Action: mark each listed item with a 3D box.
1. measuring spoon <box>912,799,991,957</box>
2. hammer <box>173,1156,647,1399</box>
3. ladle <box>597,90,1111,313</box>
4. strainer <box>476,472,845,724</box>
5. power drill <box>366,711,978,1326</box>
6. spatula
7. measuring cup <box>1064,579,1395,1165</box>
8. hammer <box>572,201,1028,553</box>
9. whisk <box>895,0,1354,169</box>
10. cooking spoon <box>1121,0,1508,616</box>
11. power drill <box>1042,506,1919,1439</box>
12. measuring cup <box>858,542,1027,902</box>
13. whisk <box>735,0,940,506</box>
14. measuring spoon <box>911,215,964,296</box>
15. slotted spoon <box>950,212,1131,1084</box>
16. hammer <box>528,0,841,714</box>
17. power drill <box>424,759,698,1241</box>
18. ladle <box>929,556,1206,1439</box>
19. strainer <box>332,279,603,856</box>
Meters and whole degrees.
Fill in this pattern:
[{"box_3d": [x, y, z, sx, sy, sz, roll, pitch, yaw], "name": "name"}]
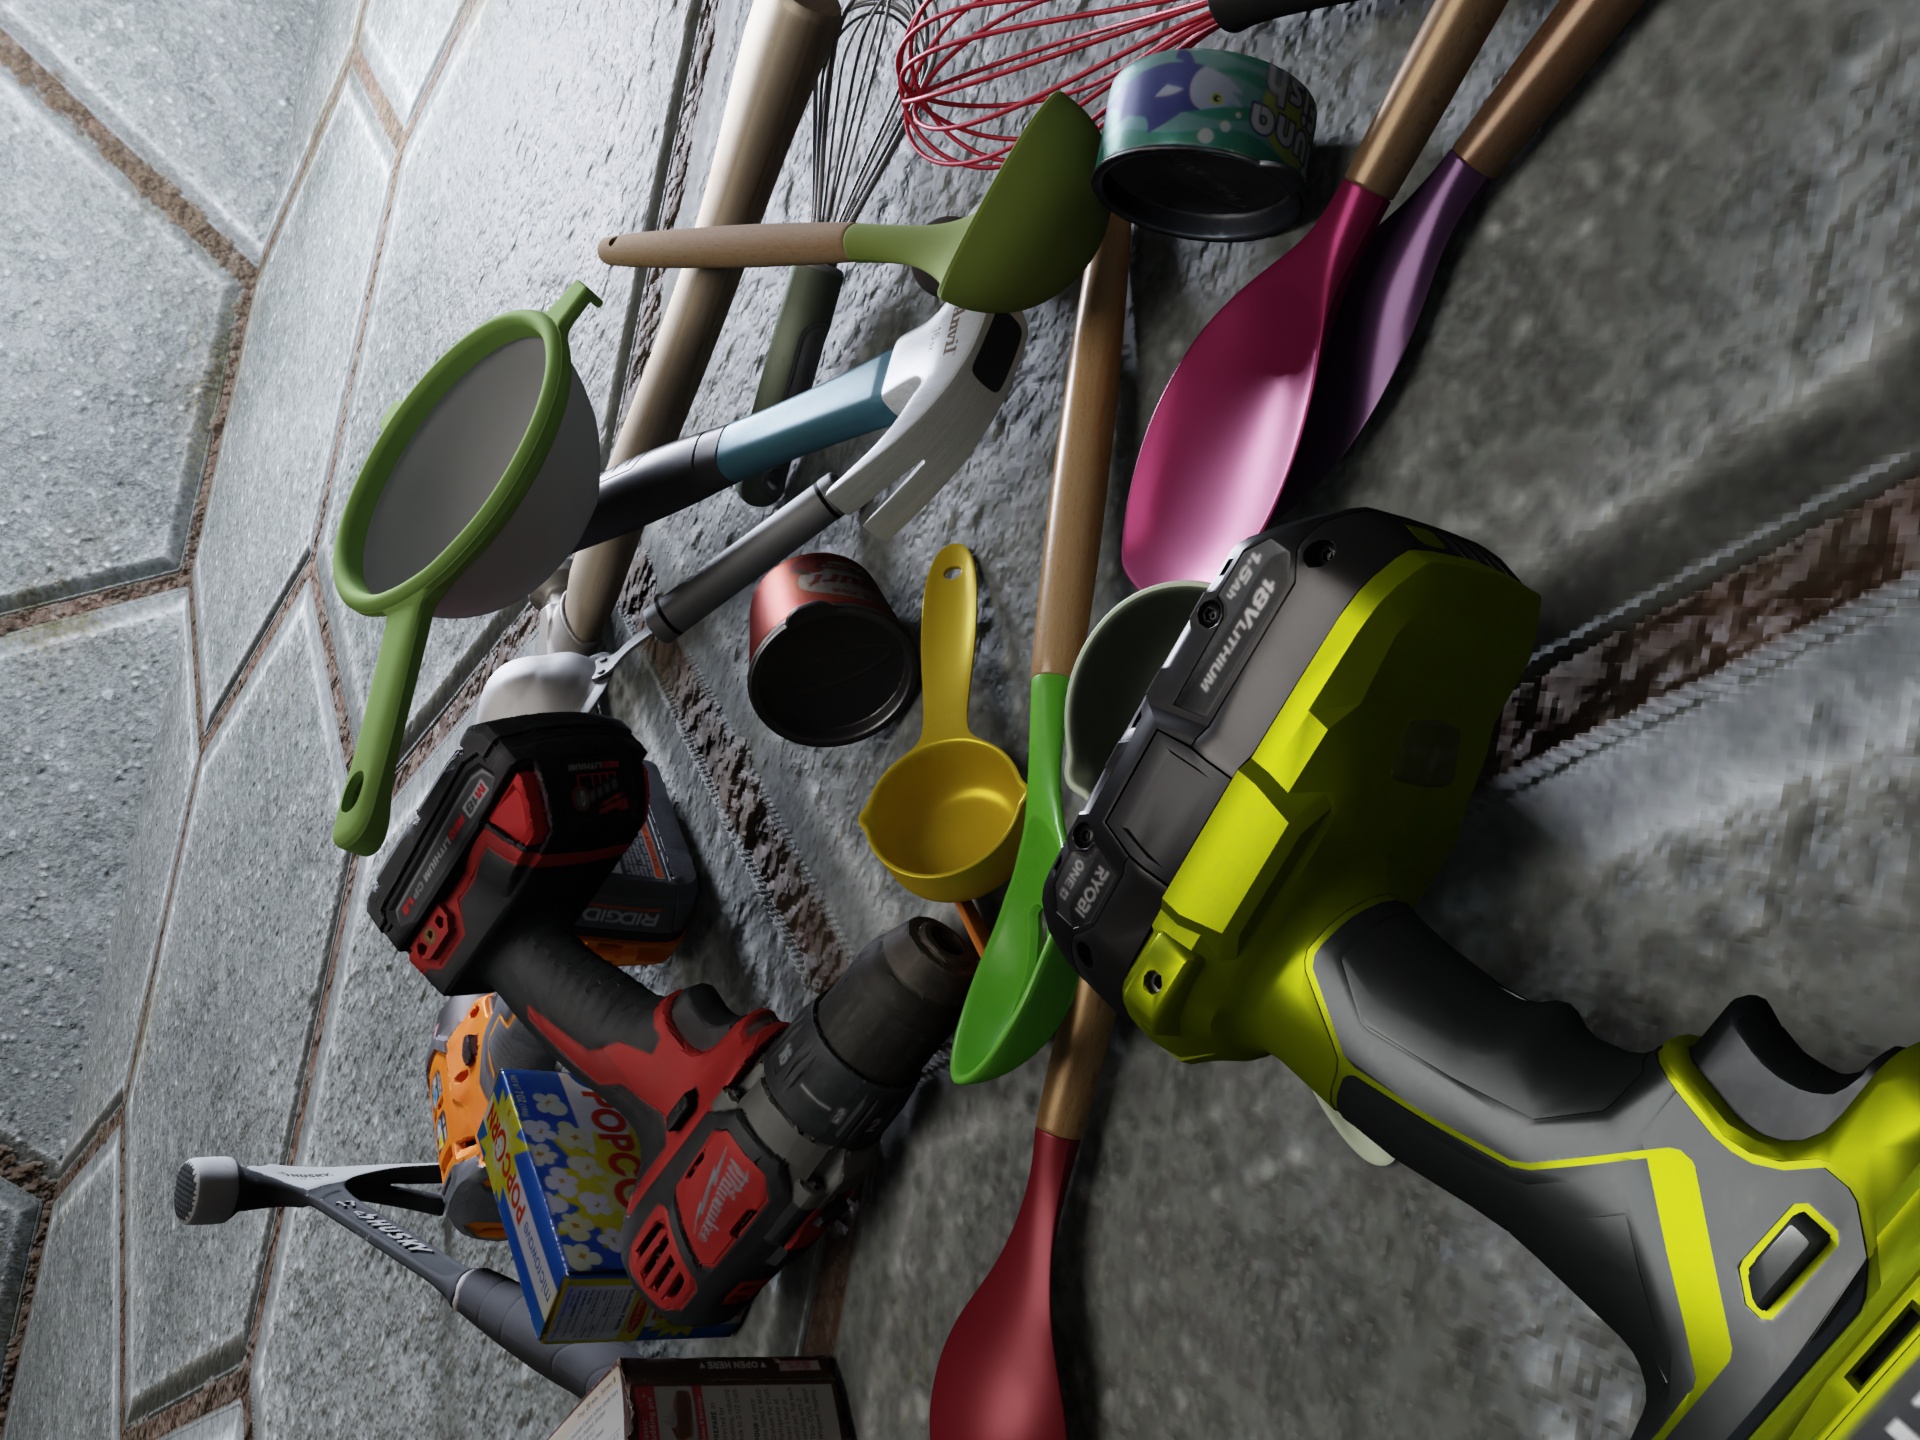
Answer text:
[{"box_3d": [0.007, 0.066, 0.558, 0.011, 0.021, 0.117, -35, 45, 6], "name": "measuring spoon"}, {"box_3d": [-0.244, 0.276, 0.783, 0.409, 0.149, 0.036, 3, 83, 47], "name": "hammer"}, {"box_3d": [-0.064, -0.196, 0.624, 0.320, 0.062, 0.078, 16, 70, 46], "name": "ladle"}, {"box_3d": [-0.141, -0.042, 0.718, 0.258, 0.050, 0.087, -35, 27, 11], "name": "strainer"}, {"box_3d": [-0.110, 0.093, 0.612, 0.227, 0.080, 0.188, 45, 112, 21], "name": "power drill"}, {"box_3d": [0.154, -0.168, 0.421, 0.315, 0.018, 0.060, -54, 40, 32], "name": "spatula"}, {"box_3d": [0.087, 0.039, 0.441, 0.083, 0.038, 0.168, -34, 69, 32], "name": "measuring cup"}, {"box_3d": [-0.106, -0.114, 0.690, 0.331, 0.033, 0.128, -12, 55, 41], "name": "hammer"}, {"box_3d": [0.075, -0.236, 0.530, 0.296, 0.073, 0.073, 8, 86, 49], "name": "whisk"}, {"box_3d": [0.125, -0.169, 0.433, 0.318, 0.017, 0.069, -63, 37, 23], "name": "cooking spoon"}, {"box_3d": [0.130, 0.058, 0.312, 0.223, 0.080, 0.171, 44, 116, 39], "name": "power drill"}, {"box_3d": [-0.001, -0.002, 0.583, 0.062, 0.029, 0.157, -11, 49, 15], "name": "measuring cup"}, {"box_3d": [-0.062, -0.215, 0.729, 0.059, 0.057, 0.246, 26, 107, 28], "name": "whisk"}, {"box_3d": [0.016, -0.203, 0.633, 0.124, 0.018, 0.034, -13, 68, 52], "name": "measuring spoon"}, {"box_3d": [0.035, -0.037, 0.520, 0.070, 0.031, 0.314, 136, 145, -65], "name": "slotted spoon"}, {"box_3d": [-0.143, -0.157, 0.783, 0.410, 0.038, 0.146, -59, 38, 38], "name": "hammer"}, {"box_3d": [-0.216, 0.126, 0.808, 0.226, 0.084, 0.164, -64, 34, 24], "name": "power drill"}, {"box_3d": [0.038, 0.103, 0.493, 0.069, 0.031, 0.315, 11, 87, 57], "name": "ladle"}, {"box_3d": [-0.204, -0.053, 0.669, 0.151, 0.069, 0.257, -20, 54, 34], "name": "strainer"}]
